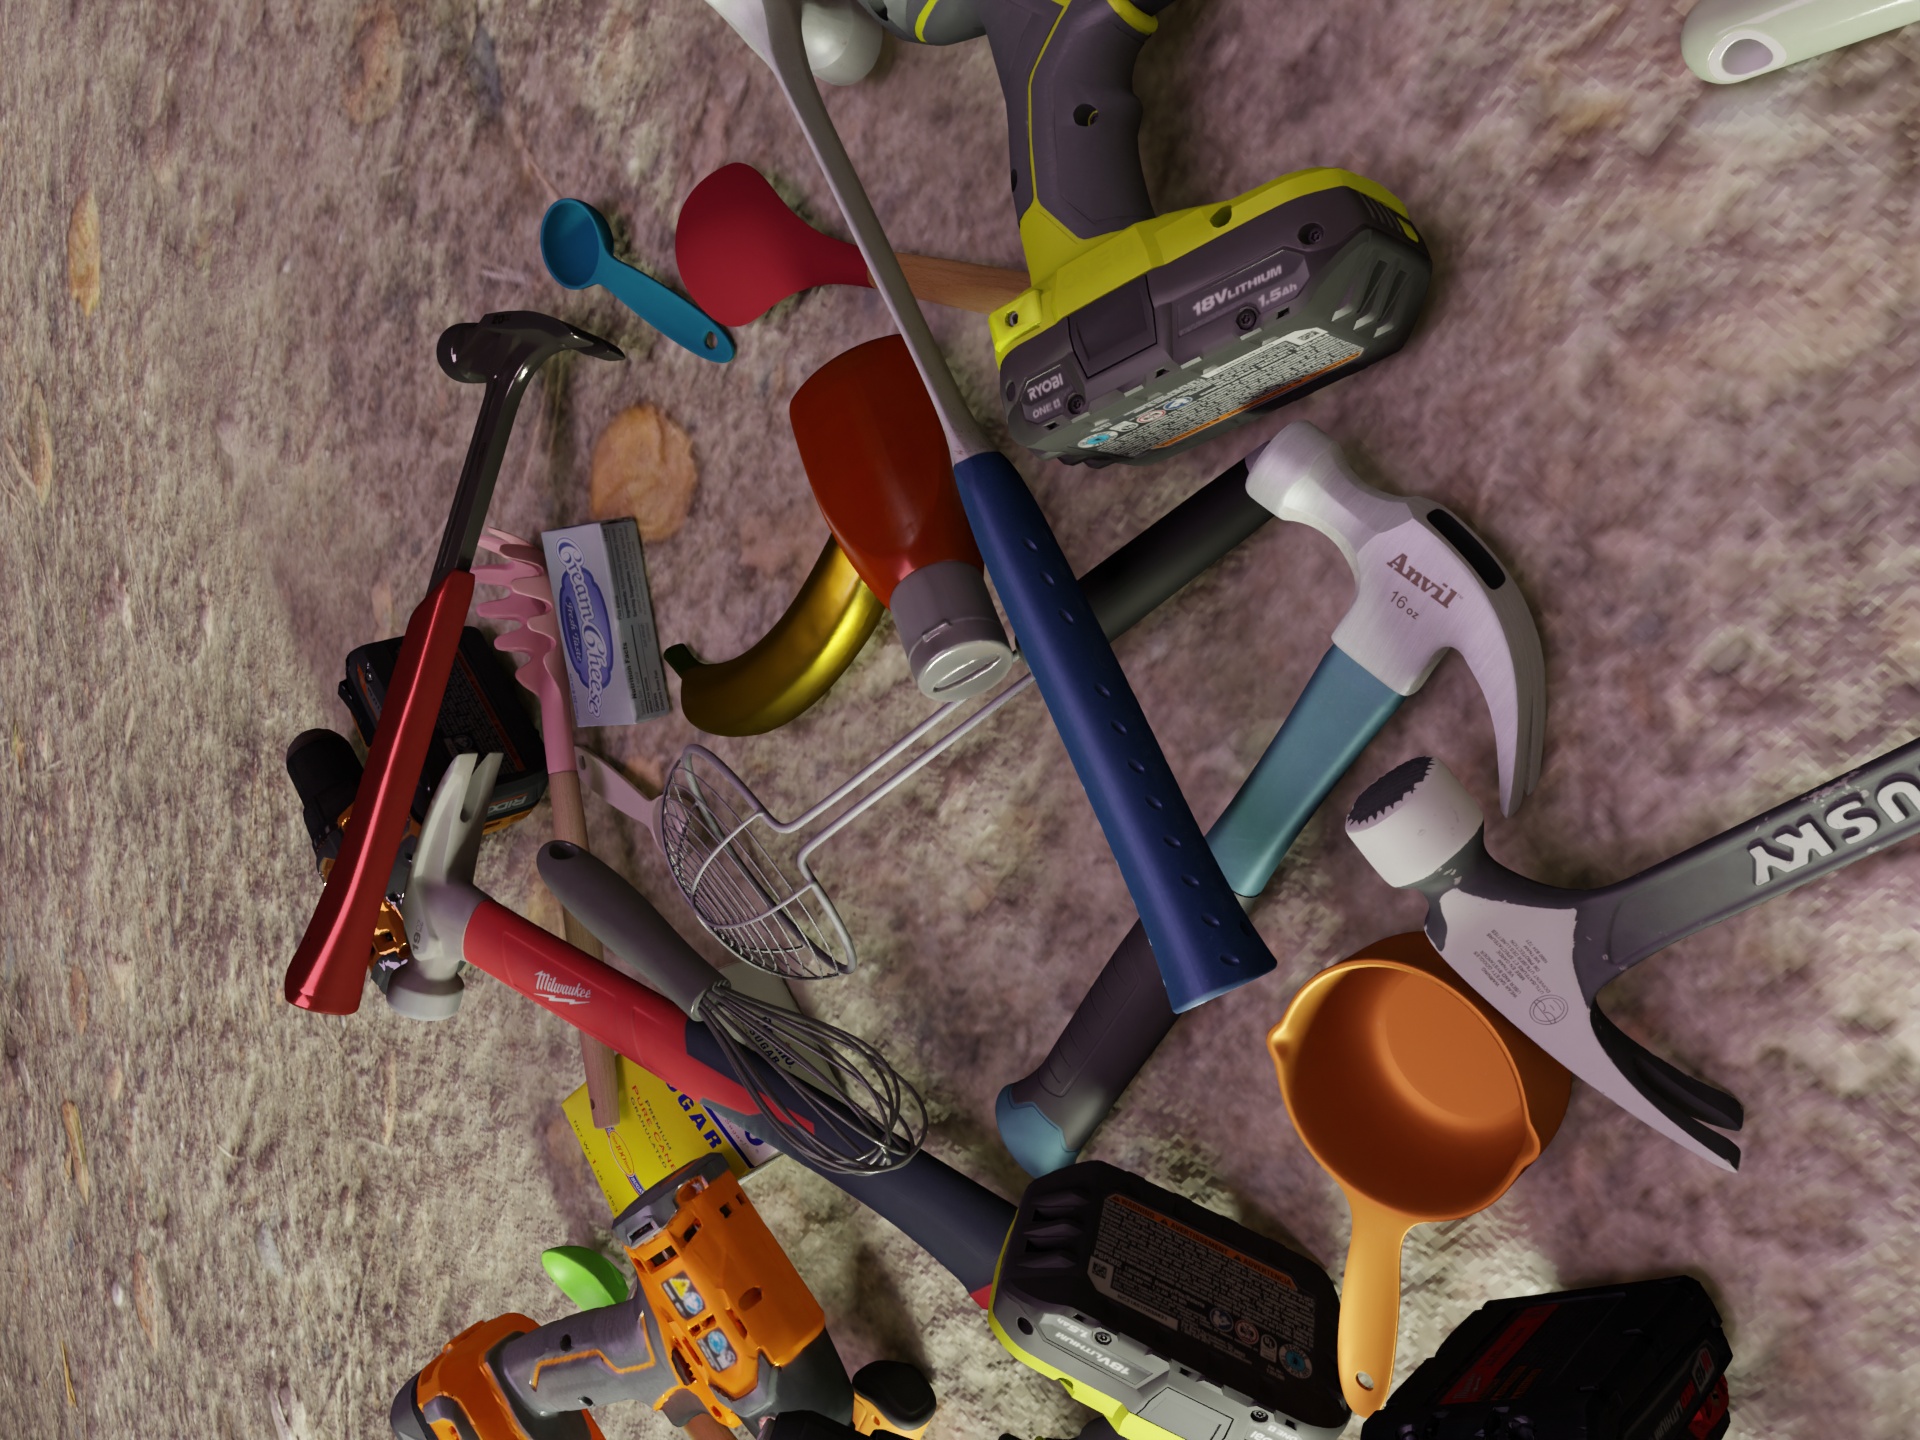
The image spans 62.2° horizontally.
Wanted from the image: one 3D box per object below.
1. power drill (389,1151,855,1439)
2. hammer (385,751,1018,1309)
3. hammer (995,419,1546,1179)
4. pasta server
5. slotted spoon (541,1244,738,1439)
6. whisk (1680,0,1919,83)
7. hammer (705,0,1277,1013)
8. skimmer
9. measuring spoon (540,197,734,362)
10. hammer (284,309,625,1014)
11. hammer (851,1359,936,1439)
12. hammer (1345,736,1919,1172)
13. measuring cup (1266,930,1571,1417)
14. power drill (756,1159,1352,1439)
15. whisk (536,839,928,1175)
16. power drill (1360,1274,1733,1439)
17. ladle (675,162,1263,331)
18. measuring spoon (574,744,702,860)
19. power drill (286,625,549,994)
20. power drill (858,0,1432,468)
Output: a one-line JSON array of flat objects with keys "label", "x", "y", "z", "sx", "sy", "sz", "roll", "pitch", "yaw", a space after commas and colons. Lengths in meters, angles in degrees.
[{"label": "power drill", "x": -0.157, "y": 0.333, "z": 0.778, "sx": 0.226, "sy": 0.084, "sz": 0.164, "roll": -38, "pitch": 82, "yaw": 22}, {"label": "hammer", "x": -0.117, "y": 0.144, "z": 0.740, "sx": 0.386, "sy": 0.038, "sz": 0.143, "roll": 23, "pitch": 102, "yaw": 27}, {"label": "hammer", "x": 0.090, "y": 0.062, "z": 0.577, "sx": 0.128, "sy": 0.033, "sz": 0.330, "roll": 40, "pitch": 128, "yaw": 17}, {"label": "pasta server", "x": -0.212, "y": 0.055, "z": 0.831, "sx": 0.060, "sy": 0.040, "sz": 0.316, "roll": -16, "pitch": 81, "yaw": 55}, {"label": "slotted spoon", "x": -0.140, "y": 0.379, "z": 0.857, "sx": 0.314, "sy": 0.031, "sz": 0.070, "roll": 30, "pitch": 143, "yaw": 43}, {"label": "whisk", "x": 0.279, "y": -0.190, "z": 0.339, "sx": 0.246, "sy": 0.057, "sz": 0.059, "roll": -6, "pitch": 63, "yaw": 46}, {"label": "hammer", "x": -0.002, "y": -0.095, "z": 0.534, "sx": 0.035, "sy": 0.144, "sz": 0.406, "roll": -30, "pitch": 79, "yaw": 28}, {"label": "skimmer", "x": -0.001, "y": -0.002, "z": 0.653, "sx": 0.363, "sy": 0.090, "sz": 0.127, "roll": -37, "pitch": 89, "yaw": 31}, {"label": "measuring spoon", "x": -0.148, "y": -0.204, "z": 0.749, "sx": 0.129, "sy": 0.021, "sz": 0.042, "roll": 37, "pitch": 124, "yaw": 19}, {"label": "hammer", "x": -0.262, "y": -0.027, "z": 0.790, "sx": 0.149, "sy": 0.036, "sz": 0.359, "roll": 16, "pitch": 89, "yaw": 48}, {"label": "hammer", "x": -0.078, "y": 0.456, "z": 0.846, "sx": 0.127, "sy": 0.034, "sz": 0.336, "roll": 42, "pitch": 126, "yaw": 28}, {"label": "hammer", "x": 0.291, "y": -0.012, "z": 0.363, "sx": 0.149, "sy": 0.036, "sz": 0.409, "roll": 50, "pitch": 128, "yaw": -4}, {"label": "measuring cup", "x": 0.154, "y": 0.153, "z": 0.539, "sx": 0.095, "sy": 0.052, "sz": 0.173, "roll": 17, "pitch": 114, "yaw": 39}, {"label": "power drill", "x": 0.030, "y": 0.284, "z": 0.628, "sx": 0.190, "sy": 0.080, "sz": 0.228, "roll": 26, "pitch": 121, "yaw": 0}, {"label": "whisk", "x": -0.107, "y": 0.118, "z": 0.693, "sx": 0.239, "sy": 0.055, "sz": 0.055, "roll": 34, "pitch": 123, "yaw": 28}, {"label": "power drill", "x": 0.208, "y": 0.293, "z": 0.465, "sx": 0.078, "sy": 0.143, "sz": 0.220, "roll": -28, "pitch": 80, "yaw": 41}, {"label": "ladle", "x": -0.012, "y": -0.172, "z": 0.623, "sx": 0.316, "sy": 0.031, "sz": 0.069, "roll": 21, "pitch": 114, "yaw": 35}, {"label": "measuring spoon", "x": -0.171, "y": 0.038, "z": 0.836, "sx": 0.124, "sy": 0.018, "sz": 0.034, "roll": 28, "pitch": 119, "yaw": 42}, {"label": "power drill", "x": -0.335, "y": 0.038, "z": 0.944, "sx": 0.185, "sy": 0.084, "sz": 0.226, "roll": 56, "pitch": 136, "yaw": 19}, {"label": "power drill", "x": 0.058, "y": -0.209, "z": 0.504, "sx": 0.171, "sy": 0.080, "sz": 0.223, "roll": -21, "pitch": 80, "yaw": 36}]
